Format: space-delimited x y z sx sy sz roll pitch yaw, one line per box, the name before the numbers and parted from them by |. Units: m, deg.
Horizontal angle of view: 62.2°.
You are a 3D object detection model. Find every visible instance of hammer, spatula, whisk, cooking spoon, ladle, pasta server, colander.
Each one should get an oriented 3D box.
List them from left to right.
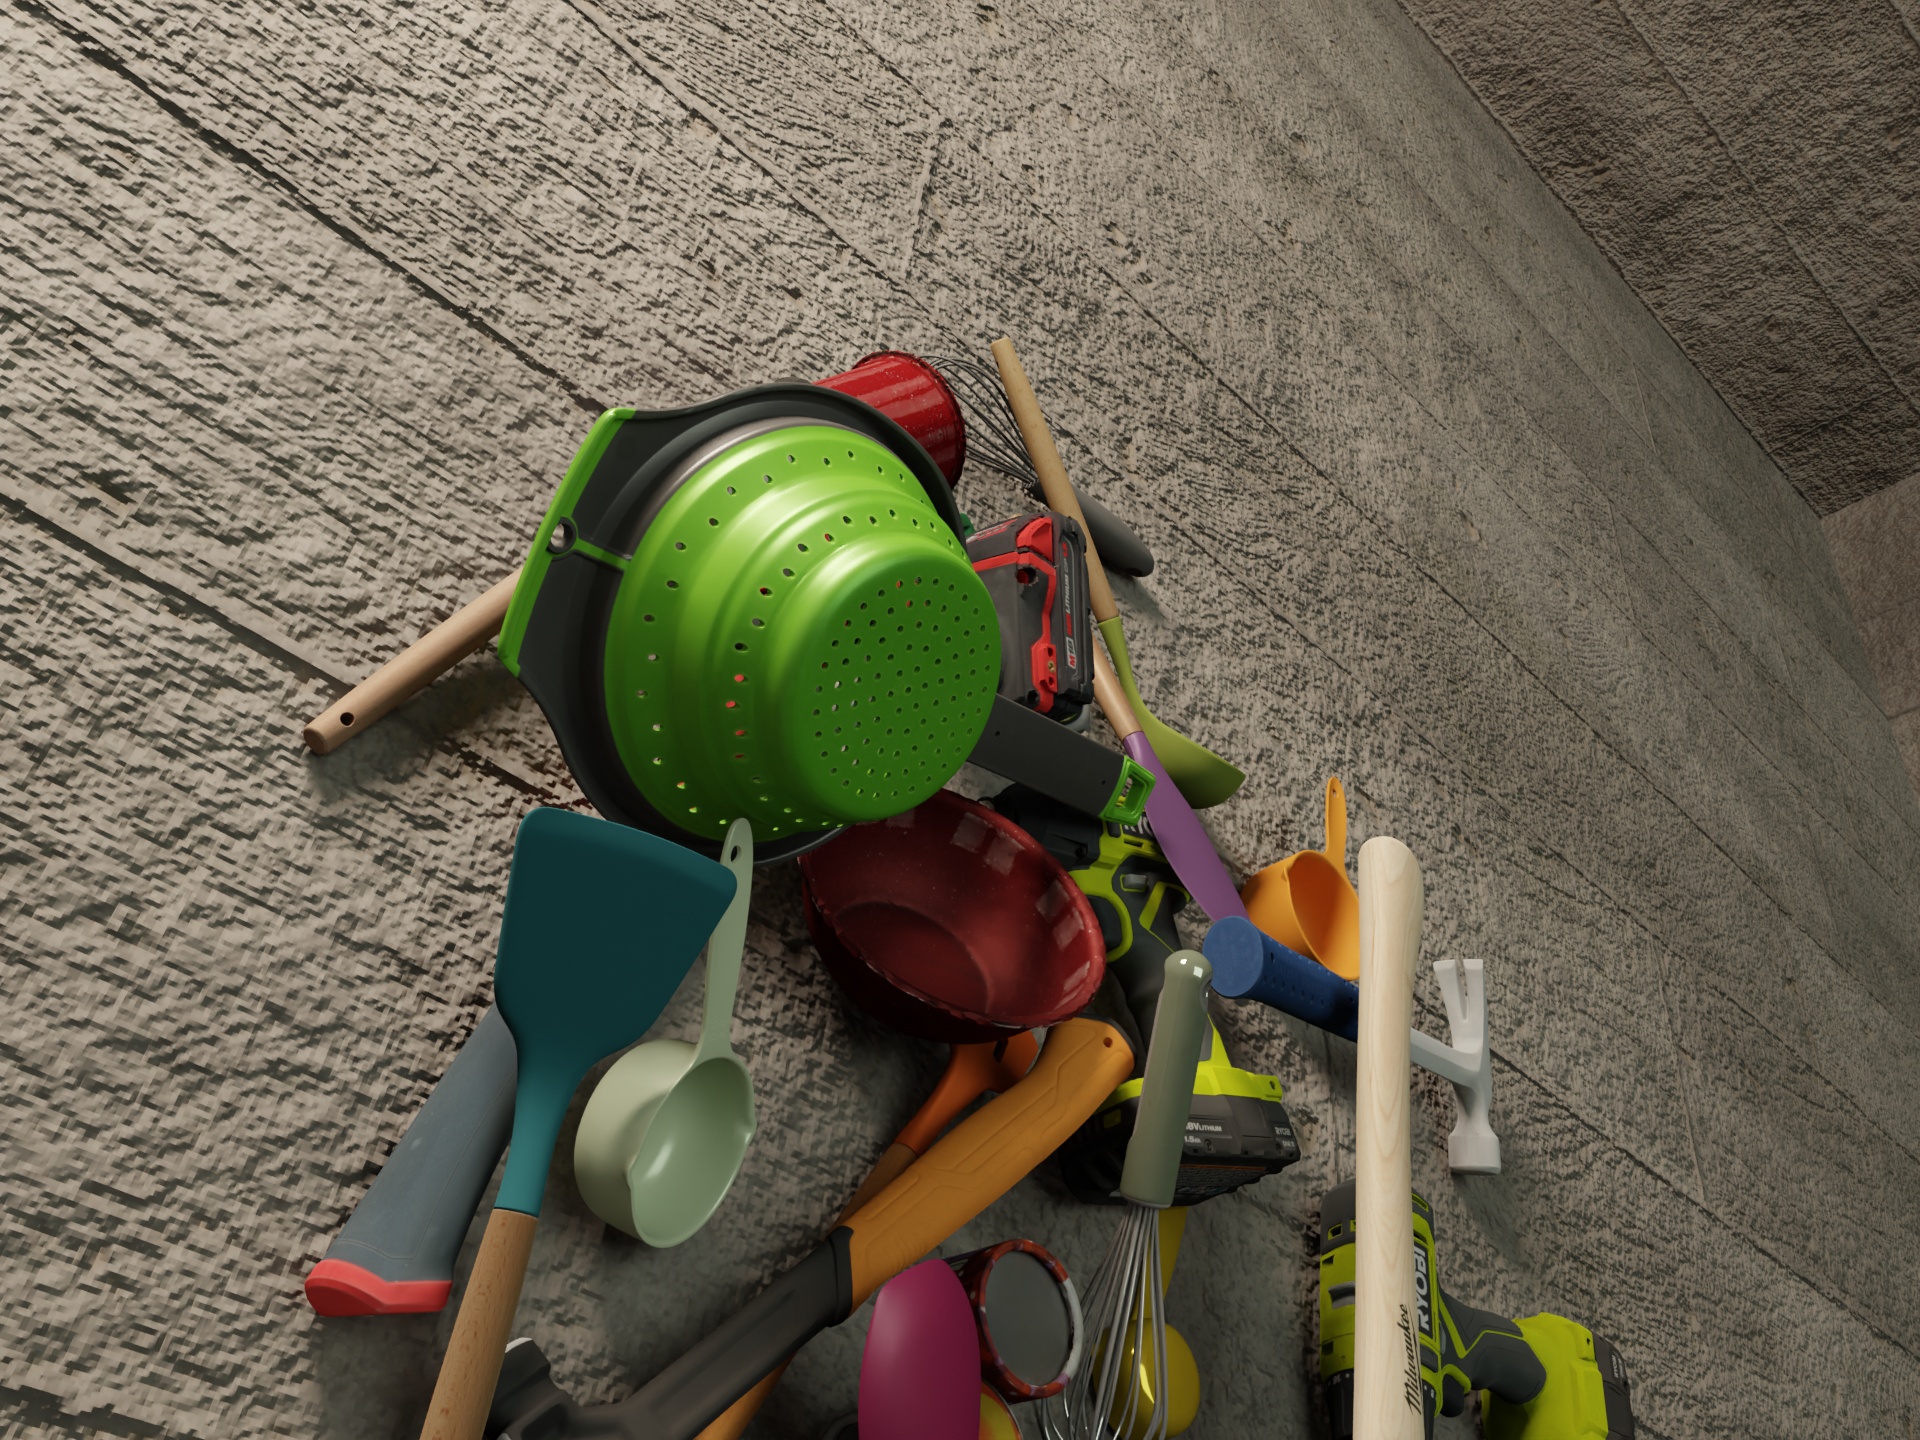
spatula | -0.153 0.188 0.523 0.082 0.044 0.318 22 64 -24
pasta server | -0.184 -0.071 0.733 0.060 0.040 0.316 51 42 -10
hammer | -0.151 0.061 0.653 0.143 0.038 0.387 56 37 -25
spatula | -0.042 0.212 0.705 0.081 0.041 0.323 52 42 -9
hammer | -0.027 0.216 0.640 0.127 0.034 0.337 46 43 16
colander | -0.001 -0.002 0.691 0.396 0.095 0.204 24 89 -47
cooking spoon | 0.004 0.360 0.584 0.068 0.017 0.319 -6 89 -51
whisk | 0.052 -0.163 1.045 0.238 0.055 0.055 35 43 -33
ladle | 0.094 -0.092 0.996 0.078 0.062 0.320 -175 -117 -86
spatula | 0.090 -0.009 0.942 0.059 0.018 0.316 17 39 -46
whisk | 0.083 0.227 0.730 0.057 0.059 0.246 22 79 -68
hammer | 0.249 0.178 0.956 0.405 0.035 0.144 31 56 -50
hammer | 0.207 0.219 0.790 0.146 0.038 0.411 48 38 -32

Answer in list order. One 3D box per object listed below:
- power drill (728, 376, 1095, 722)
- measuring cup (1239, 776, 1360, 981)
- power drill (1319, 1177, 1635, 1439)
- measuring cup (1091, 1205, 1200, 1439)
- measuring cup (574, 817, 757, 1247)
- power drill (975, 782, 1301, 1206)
power drill | -0.027 -0.075 0.790 0.219 0.078 0.143 17 65 -49
measuring cup | 0.228 0.106 1.058 0.095 0.052 0.174 43 38 -21
power drill | 0.292 0.395 0.917 0.228 0.080 0.191 35 43 -24
measuring cup | 0.107 0.292 0.812 0.062 0.029 0.157 46 38 -17
measuring cup | -0.109 0.117 0.615 0.083 0.038 0.167 3 97 -63
power drill | 0.087 0.138 0.854 0.171 0.080 0.223 17 48 -43
